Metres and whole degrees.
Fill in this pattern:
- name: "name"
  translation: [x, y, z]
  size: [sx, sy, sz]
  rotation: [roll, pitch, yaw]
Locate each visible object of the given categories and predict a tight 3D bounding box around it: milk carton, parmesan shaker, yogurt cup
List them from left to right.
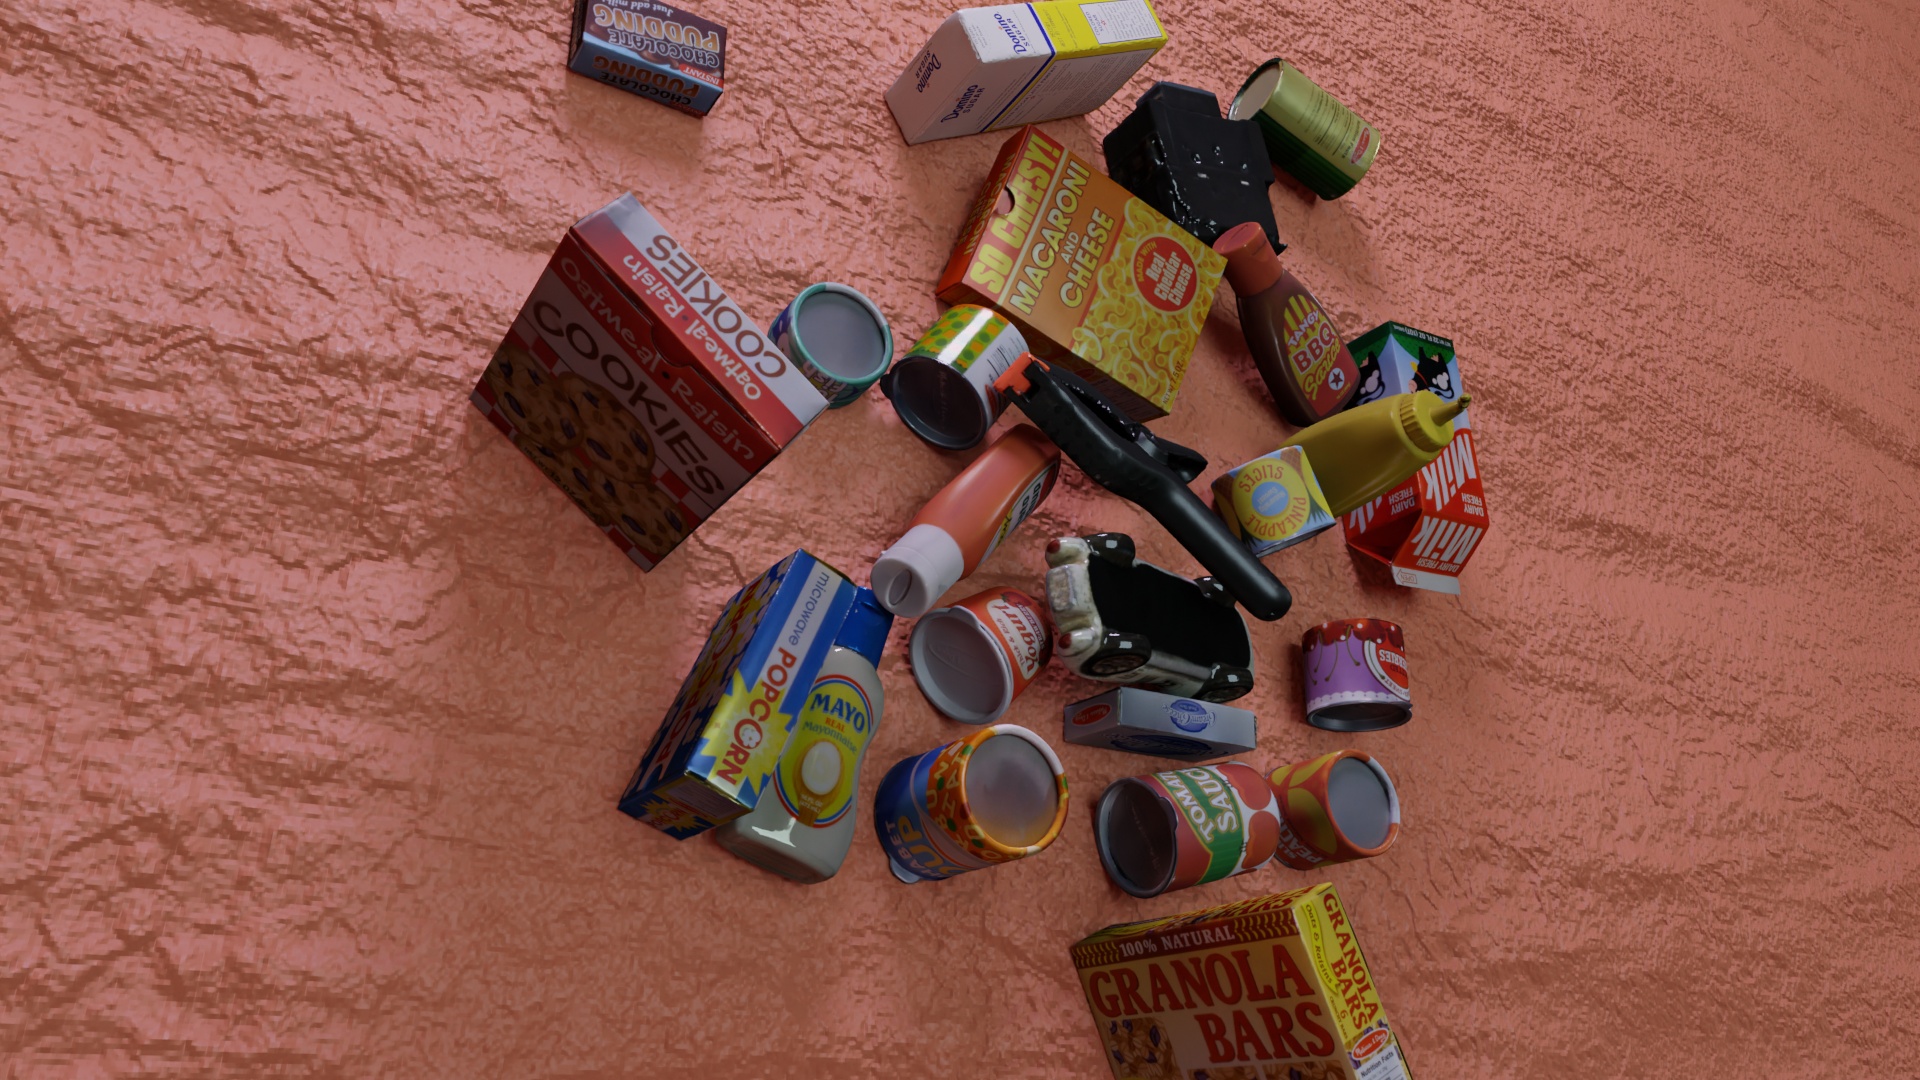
- name: "yogurt cup"
  translation: [0.014, 0.059, 0.757]
  size: [0.054, 0.072, 0.072]
  rotation: [-30, 88, -46]
- name: "parmesan shaker"
  translation: [0.268, -0.324, 1.088]
  size: [0.103, 0.071, 0.071]
  rotation: [29, 57, -20]
- name: "milk carton"
  translation: [0.322, -0.054, 1.005]
  size: [0.072, 0.073, 0.191]
  rotation: [9, 66, -31]

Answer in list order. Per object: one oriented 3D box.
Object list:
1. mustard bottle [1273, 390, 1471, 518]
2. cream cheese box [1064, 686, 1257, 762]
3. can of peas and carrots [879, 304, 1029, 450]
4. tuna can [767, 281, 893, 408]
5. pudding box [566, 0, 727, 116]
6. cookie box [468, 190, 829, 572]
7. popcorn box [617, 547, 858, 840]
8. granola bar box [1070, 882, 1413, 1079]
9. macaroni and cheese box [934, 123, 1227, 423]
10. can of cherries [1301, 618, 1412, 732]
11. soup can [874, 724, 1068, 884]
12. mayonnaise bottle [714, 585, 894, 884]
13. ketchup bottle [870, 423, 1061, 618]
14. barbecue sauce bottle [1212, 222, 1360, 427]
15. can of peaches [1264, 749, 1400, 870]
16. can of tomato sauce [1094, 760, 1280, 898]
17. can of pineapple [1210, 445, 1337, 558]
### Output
- name: "mustard bottle"
  translation: [0.276, -0.062, 0.922]
  size: [0.049, 0.159, 0.065]
  rotation: [-20, 84, -39]
- name: "cream cheese box"
  translation: [0.117, 0.108, 0.810]
  size: [0.104, 0.053, 0.024]
  rotation: [13, 67, -29]
- name: "can of peas and carrots"
  translation: [-0.002, -0.096, 0.812]
  size: [0.071, 0.070, 0.059]
  rotation: [45, 52, -10]
- name: "tuna can"
  translation: [-0.074, -0.109, 0.787]
  size: [0.071, 0.032, 0.071]
  rotation: [14, 63, -29]
- name: "pudding box"
  translation: [-0.178, -0.281, 0.793]
  size: [0.084, 0.030, 0.050]
  rotation: [13, 65, -29]
- name: "cookie box"
  translation: [-0.148, -0.063, 0.633]
  size: [0.123, 0.166, 0.040]
  rotation: [46, 53, -9]
- name: "popcorn box"
  translation: [-0.104, 0.073, 0.657]
  size: [0.038, 0.085, 0.127]
  rotation: [36, 54, -18]
- name: "granola bar box"
  translation: [0.139, 0.247, 0.695]
  size: [0.039, 0.165, 0.124]
  rotation: [-12, 78, -39]
- name: "macaroni and cheese box"
  translation: [0.082, -0.170, 0.896]
  size: [0.166, 0.040, 0.124]
  rotation: [29, 71, -21]
- name: "can of cherries"
  translation: [0.259, 0.088, 0.903]
  size: [0.071, 0.071, 0.058]
  rotation: [17, 62, -28]
- name: "soup can"
  translation: [0.004, 0.136, 0.703]
  size: [0.071, 0.083, 0.071]
  rotation: [13, 64, -29]
- name: "mayonnaise bottle"
  translation: [-0.070, 0.093, 0.698]
  size: [0.065, 0.041, 0.149]
  rotation: [30, 56, -20]
- name: "ketchup bottle"
  translation: [0.003, -0.010, 0.761]
  size: [0.043, 0.064, 0.149]
  rotation: [35, 40, 9]
- name: "barbecue sauce bottle"
  translation: [0.225, -0.152, 0.972]
  size: [0.065, 0.043, 0.148]
  rotation: [-47, 118, -19]
- name: "can of peaches"
  translation: [0.225, 0.167, 0.855]
  size: [0.071, 0.058, 0.071]
  rotation: [14, 63, -30]
- name: "can of tomato sauce"
  translation: [0.130, 0.161, 0.786]
  size: [0.083, 0.071, 0.071]
  rotation: [-2, 72, -35]
- name: "can of pineapple"
  translation: [0.206, -0.024, 0.917]
  size: [0.071, 0.070, 0.058]
  rotation: [-15, 79, -37]
